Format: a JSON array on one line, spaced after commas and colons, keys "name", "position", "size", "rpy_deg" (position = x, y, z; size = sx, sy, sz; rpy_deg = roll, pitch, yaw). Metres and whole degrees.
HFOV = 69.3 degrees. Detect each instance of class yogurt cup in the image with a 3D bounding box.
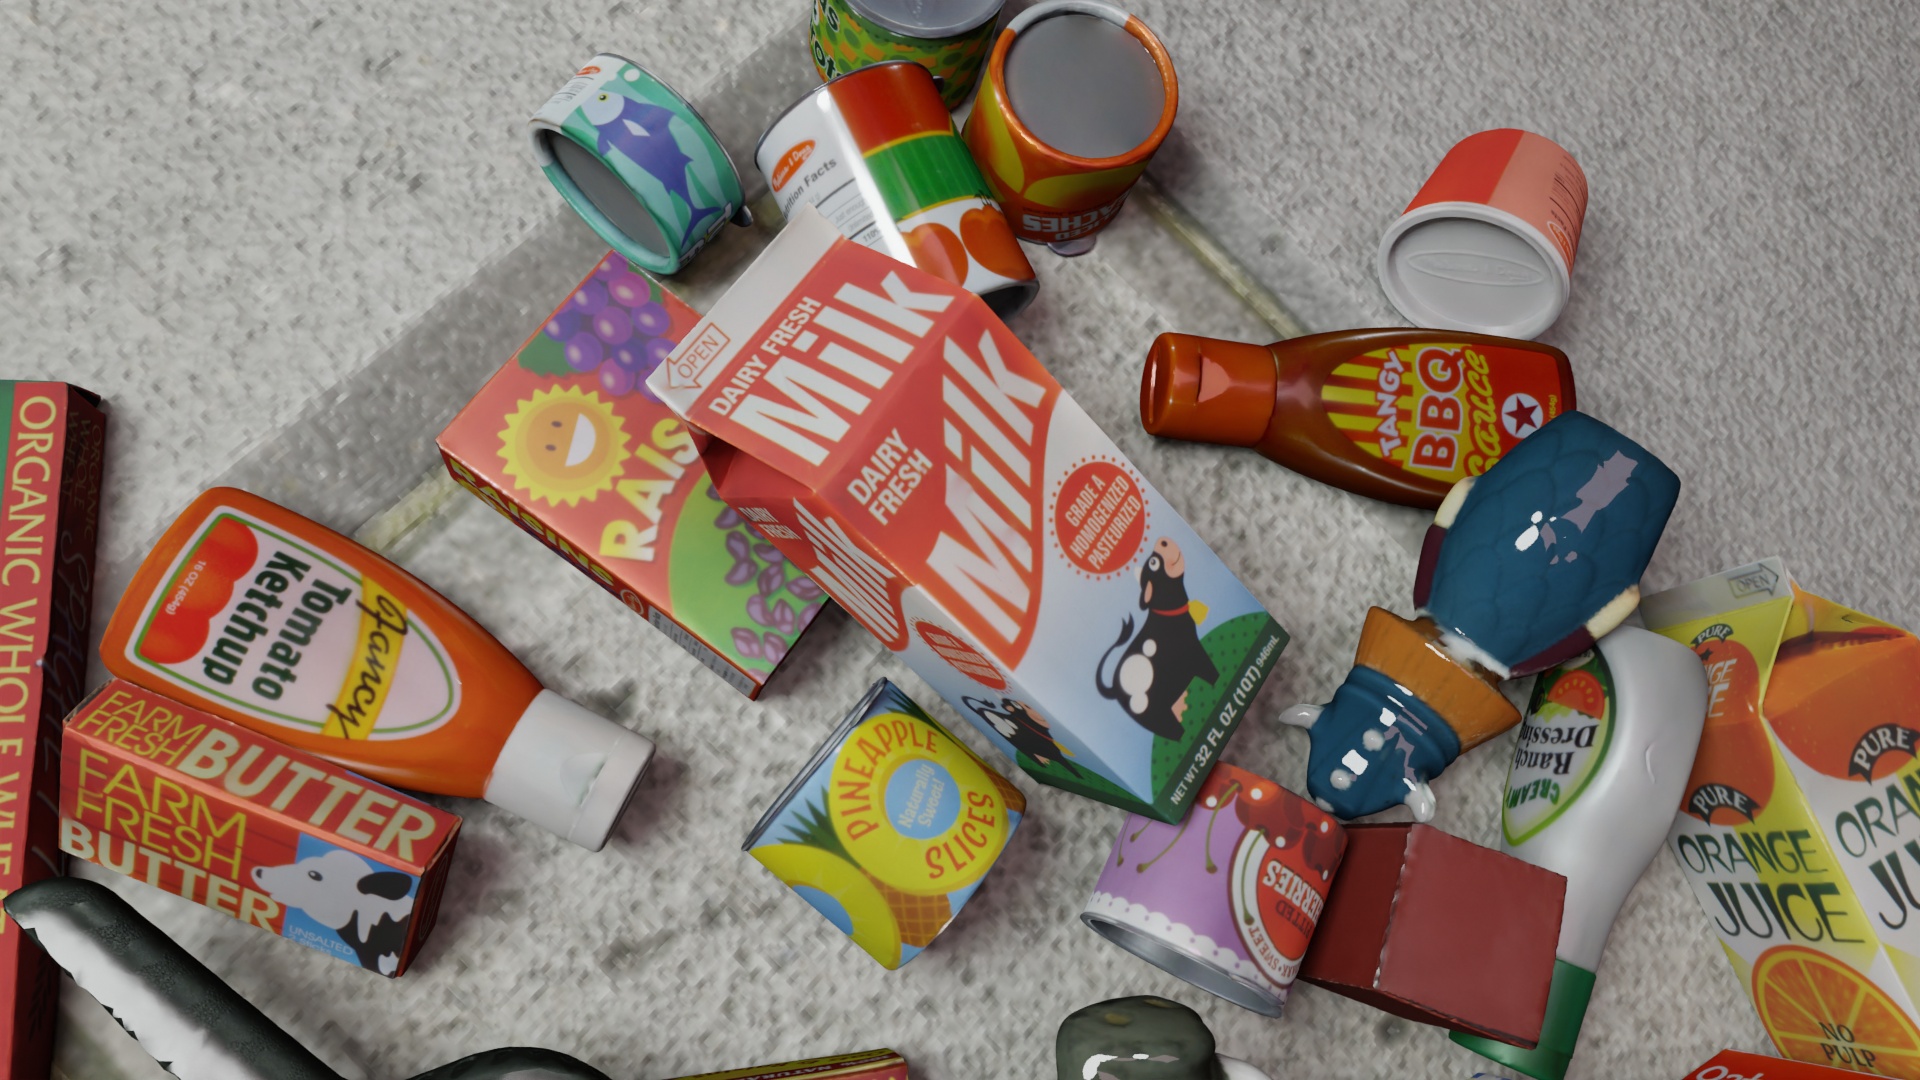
[{"name": "yogurt cup", "position": [0.195, -0.113, 0.510], "size": [0.072, 0.072, 0.054], "rpy_deg": [33, 65, -2]}]

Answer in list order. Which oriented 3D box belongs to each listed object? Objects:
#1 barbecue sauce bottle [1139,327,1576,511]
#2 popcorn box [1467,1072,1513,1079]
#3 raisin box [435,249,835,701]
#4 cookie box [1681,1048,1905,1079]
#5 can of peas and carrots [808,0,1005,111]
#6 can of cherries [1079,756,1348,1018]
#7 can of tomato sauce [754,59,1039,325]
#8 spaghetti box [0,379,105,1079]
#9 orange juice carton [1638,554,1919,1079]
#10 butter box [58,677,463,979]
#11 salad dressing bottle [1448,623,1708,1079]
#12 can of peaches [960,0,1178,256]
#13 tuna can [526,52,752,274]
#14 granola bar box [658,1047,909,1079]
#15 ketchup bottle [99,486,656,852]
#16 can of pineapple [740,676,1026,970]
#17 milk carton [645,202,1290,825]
[{"name": "barbecue sauce bottle", "position": [0.139, -0.046, 0.491], "size": [0.149, 0.043, 0.065], "rpy_deg": [6, 84, -9]}, {"name": "popcorn box", "position": [0.137, 0.209, 0.405], "size": [0.127, 0.085, 0.038], "rpy_deg": [-26, 84, -16]}, {"name": "raisin box", "position": [-0.088, -0.021, 0.442], "size": [0.123, 0.040, 0.086], "rpy_deg": [37, 73, -2]}, {"name": "cookie box", "position": [0.216, 0.213, 0.400], "size": [0.168, 0.122, 0.040], "rpy_deg": [-26, 84, -16]}, {"name": "can of peas and carrots", "position": [-0.021, -0.190, 0.487], "size": [0.071, 0.058, 0.071], "rpy_deg": [3, 76, -10]}, {"name": "can of cherries", "position": [0.081, 0.105, 0.428], "size": [0.071, 0.071, 0.058], "rpy_deg": [29, 72, -3]}, {"name": "can of tomato sauce", "position": [-0.019, -0.105, 0.463], "size": [0.071, 0.071, 0.083], "rpy_deg": [-25, 83, -16]}, {"name": "spaghetti box", "position": [-0.278, 0.074, 0.385], "size": [0.050, 0.028, 0.250], "rpy_deg": [-1, 77, -12]}, {"name": "orange juice carton", "position": [0.297, 0.100, 0.472], "size": [0.073, 0.071, 0.193], "rpy_deg": [-22, 82, -16]}, {"name": "butter box", "position": [-0.196, 0.081, 0.387], "size": [0.103, 0.052, 0.024], "rpy_deg": [24, 34, -5]}, {"name": "salad dressing bottle", "position": [0.202, 0.101, 0.460], "size": [0.044, 0.064, 0.148], "rpy_deg": [23, 80, -8]}, {"name": "can of peaches", "position": [0.038, -0.144, 0.488], "size": [0.071, 0.058, 0.071], "rpy_deg": [3, 75, -11]}, {"name": "tuna can", "position": [-0.103, -0.119, 0.450], "size": [0.071, 0.071, 0.033], "rpy_deg": [40, 73, 0]}, {"name": "granola bar box", "position": [-0.091, 0.217, 0.381], "size": [0.166, 0.039, 0.124], "rpy_deg": [-4, 77, -13]}, {"name": "ketchup bottle", "position": [-0.164, 0.043, 0.408], "size": [0.149, 0.043, 0.065], "rpy_deg": [27, 74, -4]}, {"name": "can of pineapple", "position": [-0.022, 0.083, 0.413], "size": [0.058, 0.071, 0.071], "rpy_deg": [40, 72, -1]}, {"name": "milk carton", "position": [0.001, -0.005, 0.402], "size": [0.190, 0.073, 0.072], "rpy_deg": [45, 70, -23]}]
